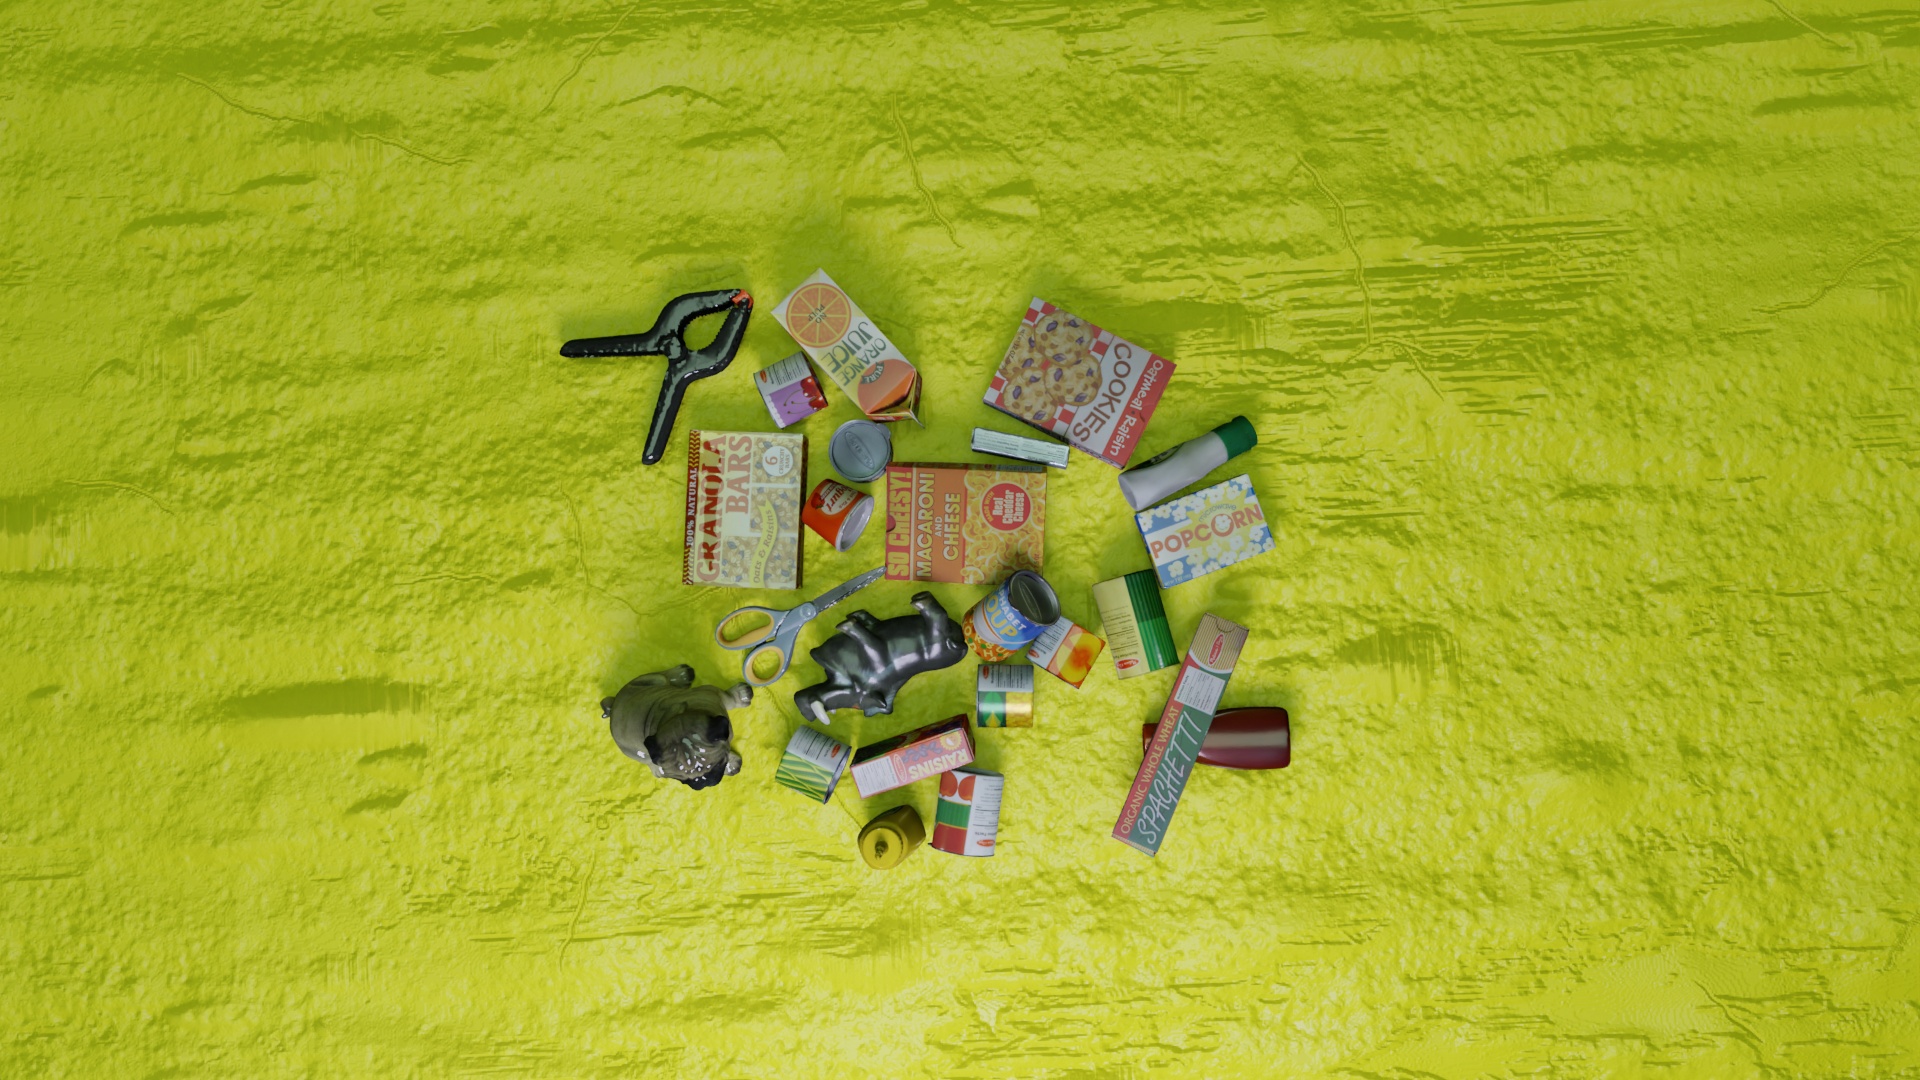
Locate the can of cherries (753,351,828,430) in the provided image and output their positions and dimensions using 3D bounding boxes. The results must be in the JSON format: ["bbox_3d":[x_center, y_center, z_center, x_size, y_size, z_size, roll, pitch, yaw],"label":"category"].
[{"bbox_3d":[-0.179,-0.158,1.475,0.058,0.071,0.071,-26,86,1],"label":"can of cherries"}]

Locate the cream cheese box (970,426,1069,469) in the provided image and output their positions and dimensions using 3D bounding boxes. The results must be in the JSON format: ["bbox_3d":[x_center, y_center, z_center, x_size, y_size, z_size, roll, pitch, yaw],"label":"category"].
[{"bbox_3d":[0.063,-0.097,1.462,0.104,0.053,0.024,12,89,4],"label":"cream cheese box"}]

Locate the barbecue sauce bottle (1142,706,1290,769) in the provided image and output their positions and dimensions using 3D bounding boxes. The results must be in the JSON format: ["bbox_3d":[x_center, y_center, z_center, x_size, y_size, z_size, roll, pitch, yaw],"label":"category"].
[{"bbox_3d":[0.264,0.205,1.436,0.148,0.043,0.065,-2,83,3],"label":"barbecue sauce bottle"}]

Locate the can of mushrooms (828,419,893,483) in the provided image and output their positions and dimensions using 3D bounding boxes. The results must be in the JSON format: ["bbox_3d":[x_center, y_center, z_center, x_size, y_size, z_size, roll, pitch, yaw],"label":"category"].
[{"bbox_3d":[-0.103,-0.096,1.481,0.071,0.033,0.071,0,86,4],"label":"can of mushrooms"}]

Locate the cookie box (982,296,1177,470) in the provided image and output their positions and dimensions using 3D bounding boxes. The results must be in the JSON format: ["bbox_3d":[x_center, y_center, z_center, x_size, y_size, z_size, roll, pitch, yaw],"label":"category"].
[{"bbox_3d":[0.125,-0.165,1.469,0.167,0.040,0.123,26,88,4],"label":"cookie box"}]

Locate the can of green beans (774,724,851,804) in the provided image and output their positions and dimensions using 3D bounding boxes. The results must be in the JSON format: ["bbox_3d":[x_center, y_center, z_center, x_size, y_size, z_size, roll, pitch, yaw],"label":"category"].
[{"bbox_3d":[-0.153,0.233,1.445,0.058,0.071,0.071,24,88,5],"label":"can of green beans"}]

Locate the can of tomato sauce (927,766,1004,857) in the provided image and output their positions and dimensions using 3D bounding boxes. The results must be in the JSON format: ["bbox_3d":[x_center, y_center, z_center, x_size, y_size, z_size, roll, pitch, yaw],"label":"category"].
[{"bbox_3d":[0.006,0.279,1.435,0.071,0.071,0.083,8,86,4],"label":"can of tomato sauce"}]

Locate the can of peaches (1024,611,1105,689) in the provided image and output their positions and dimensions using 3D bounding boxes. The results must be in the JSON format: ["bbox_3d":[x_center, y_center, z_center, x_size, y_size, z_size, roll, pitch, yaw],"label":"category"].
[{"bbox_3d":[0.111,0.114,1.441,0.071,0.071,0.058,30,88,4],"label":"can of peaches"}]

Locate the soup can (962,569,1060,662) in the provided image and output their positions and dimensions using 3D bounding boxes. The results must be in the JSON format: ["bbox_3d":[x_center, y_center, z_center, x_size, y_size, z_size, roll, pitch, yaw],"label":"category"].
[{"bbox_3d":[0.049,0.078,1.425,0.071,0.072,0.083,53,129,5],"label":"soup can"}]

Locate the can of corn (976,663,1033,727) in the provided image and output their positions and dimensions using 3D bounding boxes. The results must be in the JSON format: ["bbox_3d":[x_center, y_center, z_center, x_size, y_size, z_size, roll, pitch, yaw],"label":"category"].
[{"bbox_3d":[0.047,0.163,1.441,0.058,0.071,0.071,0,87,3],"label":"can of corn"}]

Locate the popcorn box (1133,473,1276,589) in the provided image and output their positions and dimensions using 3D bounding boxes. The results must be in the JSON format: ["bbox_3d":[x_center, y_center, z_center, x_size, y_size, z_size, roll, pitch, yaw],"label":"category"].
[{"bbox_3d":[0.255,-0.009,1.453,0.127,0.038,0.085,-20,85,1],"label":"popcorn box"}]

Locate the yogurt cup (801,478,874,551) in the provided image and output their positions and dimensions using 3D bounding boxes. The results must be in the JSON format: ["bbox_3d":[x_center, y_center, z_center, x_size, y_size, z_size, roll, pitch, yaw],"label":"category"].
[{"bbox_3d":[-0.130,-0.029,1.463,0.054,0.072,0.072,30,89,12],"label":"yogurt cup"}]

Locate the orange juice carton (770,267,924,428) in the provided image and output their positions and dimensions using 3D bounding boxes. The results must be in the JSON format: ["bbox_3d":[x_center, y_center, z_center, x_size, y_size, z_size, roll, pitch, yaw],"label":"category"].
[{"bbox_3d":[-0.106,-0.191,1.468,0.073,0.072,0.193,-43,85,1],"label":"orange juice carton"}]

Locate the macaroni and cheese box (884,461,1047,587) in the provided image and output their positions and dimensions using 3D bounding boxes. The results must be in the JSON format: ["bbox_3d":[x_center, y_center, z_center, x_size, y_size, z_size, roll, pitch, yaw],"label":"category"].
[{"bbox_3d":[0.005,-0.018,1.452,0.166,0.040,0.123,2,102,3],"label":"macaroni and cheese box"}]

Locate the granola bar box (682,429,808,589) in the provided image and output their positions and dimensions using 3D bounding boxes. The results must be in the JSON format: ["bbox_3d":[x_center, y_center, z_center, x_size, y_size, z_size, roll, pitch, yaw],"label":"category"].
[{"bbox_3d":[-0.228,-0.032,1.480,0.124,0.039,0.165,2,87,4],"label":"granola bar box"}]

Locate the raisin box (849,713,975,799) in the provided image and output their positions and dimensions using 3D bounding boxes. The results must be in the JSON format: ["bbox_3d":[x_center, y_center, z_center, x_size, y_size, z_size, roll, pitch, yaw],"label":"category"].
[{"bbox_3d":[-0.048,0.220,1.430,0.123,0.086,0.040,-19,92,2],"label":"raisin box"}]

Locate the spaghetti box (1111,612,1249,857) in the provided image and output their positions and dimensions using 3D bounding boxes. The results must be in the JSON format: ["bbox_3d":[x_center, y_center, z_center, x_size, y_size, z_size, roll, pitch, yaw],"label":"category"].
[{"bbox_3d":[0.222,0.195,1.404,0.050,0.028,0.250,22,79,13],"label":"spaghetti box"}]

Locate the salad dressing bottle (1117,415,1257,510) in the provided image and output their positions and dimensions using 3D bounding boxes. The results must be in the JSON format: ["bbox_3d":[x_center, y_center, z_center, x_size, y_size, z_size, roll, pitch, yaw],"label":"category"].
[{"bbox_3d":[0.238,-0.083,1.451,0.148,0.064,0.044,-27,91,-7],"label":"salad dressing bottle"}]

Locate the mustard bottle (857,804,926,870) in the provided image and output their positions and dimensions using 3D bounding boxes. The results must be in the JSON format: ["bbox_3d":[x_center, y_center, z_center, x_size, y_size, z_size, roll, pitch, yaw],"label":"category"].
[{"bbox_3d":[-0.072,0.300,1.390,0.065,0.160,0.049,-28,84,0],"label":"mustard bottle"}]

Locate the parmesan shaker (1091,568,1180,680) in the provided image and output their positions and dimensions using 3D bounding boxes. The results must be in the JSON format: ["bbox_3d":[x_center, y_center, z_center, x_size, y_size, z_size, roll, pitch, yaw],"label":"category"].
[{"bbox_3d":[0.184,0.086,1.435,0.071,0.071,0.103,-15,85,2],"label":"parmesan shaker"}]
